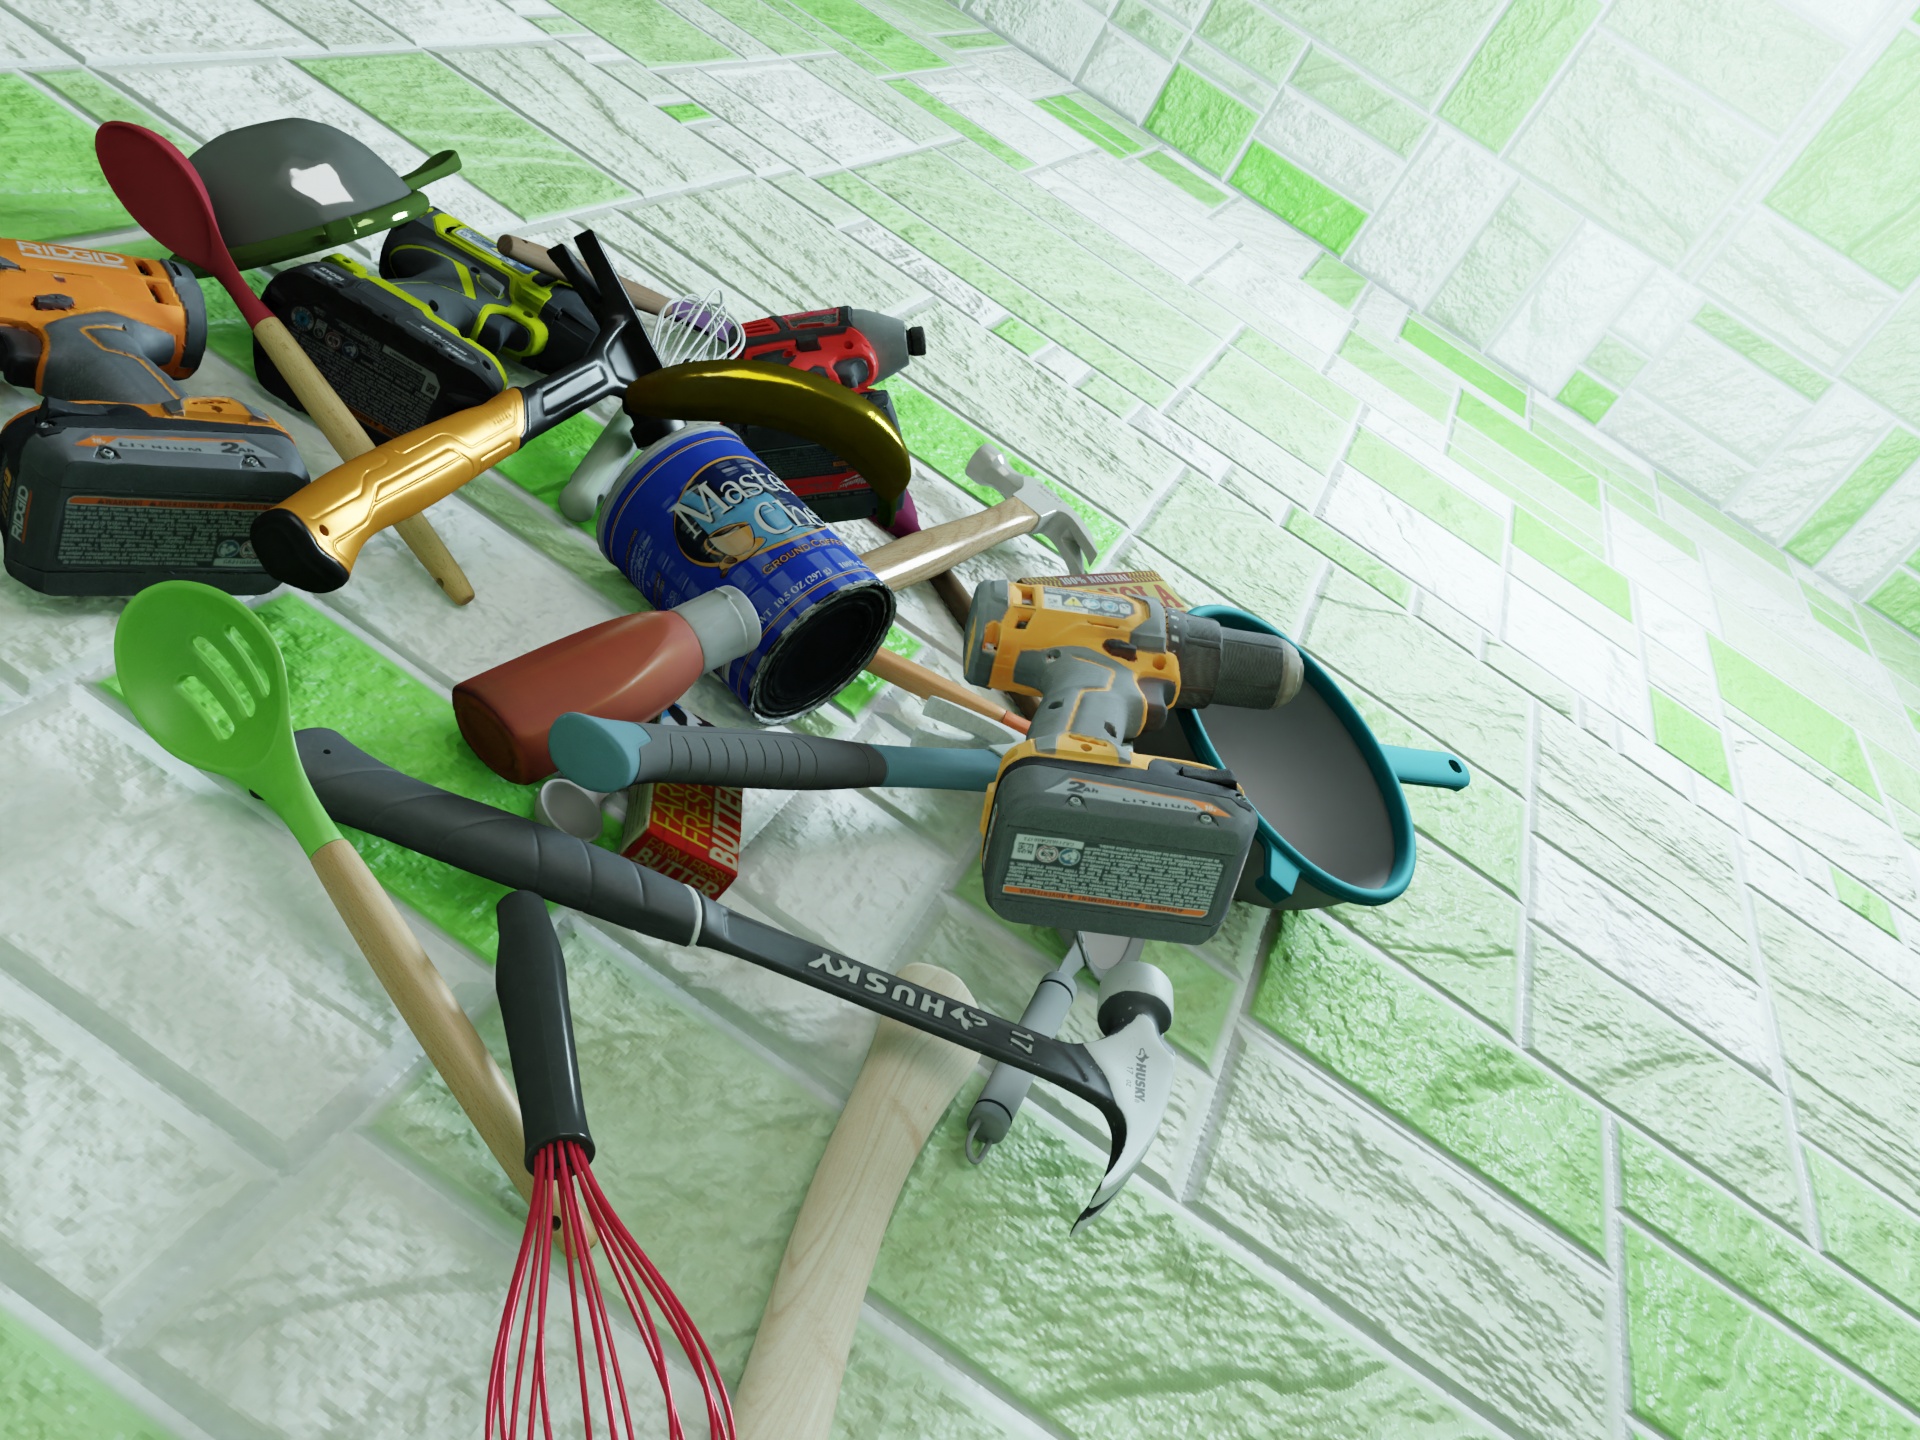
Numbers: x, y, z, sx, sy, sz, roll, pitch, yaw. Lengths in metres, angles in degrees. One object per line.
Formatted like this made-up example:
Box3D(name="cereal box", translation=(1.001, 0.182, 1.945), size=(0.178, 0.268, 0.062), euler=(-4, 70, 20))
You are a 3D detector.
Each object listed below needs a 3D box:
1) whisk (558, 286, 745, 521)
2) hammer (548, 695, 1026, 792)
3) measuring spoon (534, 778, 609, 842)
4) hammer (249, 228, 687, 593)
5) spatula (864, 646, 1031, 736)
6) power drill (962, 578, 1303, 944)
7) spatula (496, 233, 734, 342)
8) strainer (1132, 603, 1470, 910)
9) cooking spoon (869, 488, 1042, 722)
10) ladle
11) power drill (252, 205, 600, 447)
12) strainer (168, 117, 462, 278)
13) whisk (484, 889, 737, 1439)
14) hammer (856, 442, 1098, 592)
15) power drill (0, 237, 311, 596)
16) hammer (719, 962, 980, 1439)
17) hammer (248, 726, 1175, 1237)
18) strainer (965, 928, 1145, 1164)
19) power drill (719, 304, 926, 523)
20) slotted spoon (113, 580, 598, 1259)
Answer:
Box3D(name="whisk", translation=(-0.195, -0.202, 1.005), size=(0.059, 0.057, 0.246), euler=(27, 45, -8))
Box3D(name="hammer", translation=(-0.055, 0.022, 0.802), size=(0.330, 0.033, 0.128), euler=(5, 23, -47))
Box3D(name="measuring spoon", translation=(-0.174, 0.028, 0.767), size=(0.034, 0.018, 0.124), euler=(46, 23, -9))
Box3D(name="hammer", translation=(-0.243, -0.153, 0.805), size=(0.127, 0.034, 0.337), euler=(66, 26, -19))
Box3D(name="spatula", translation=(-0.002, -0.003, 0.959), size=(0.322, 0.041, 0.081), euler=(26, 29, -3))
Box3D(name="power drill", translation=(0.094, 0.009, 0.802), size=(0.185, 0.084, 0.226), euler=(8, 34, -5))
Box3D(name="spatula", translation=(-0.220, -0.293, 1.100), size=(0.060, 0.018, 0.316), euler=(40, 15, 14))
Box3D(name="strainer", translation=(0.219, 0.044, 1.026), size=(0.340, 0.095, 0.211), euler=(6, 52, -48))
Box3D(name="cooking spoon", translation=(-0.013, -0.099, 1.085), size=(0.068, 0.017, 0.319), euler=(4, 40, -40))
Box3D(name="ladle", translation=(-0.349, -0.187, 0.831), size=(0.031, 0.069, 0.315), euler=(-34, 84, -38))
Box3D(name="power drill", translation=(-0.301, -0.232, 0.958), size=(0.171, 0.080, 0.223), euler=(30, 28, -5))
Box3D(name="strainer", translation=(-0.377, -0.333, 0.956), size=(0.151, 0.069, 0.256), euler=(-5, 29, 18))
Box3D(name="whisk", translation=(-0.128, 0.157, 0.518), size=(0.073, 0.073, 0.296), euler=(13, 30, -30))
Box3D(name="hammer", translation=(-0.006, -0.117, 1.068), size=(0.130, 0.031, 0.331), euler=(39, 31, 12))
Box3D(name="power drill", translation=(-0.415, -0.151, 0.737), size=(0.164, 0.084, 0.227), euler=(-4, 42, -45))
Box3D(name="hammer", translation=(-0.064, 0.218, 0.573), size=(0.146, 0.038, 0.411), euler=(29, 30, -4))
Box3D(name="hammer", translation=(-0.099, 0.094, 0.674), size=(0.409, 0.036, 0.149), euler=(22, 31, -4))
Box3D(name="strainer", translation=(0.049, 0.130, 0.797), size=(0.258, 0.050, 0.086), euler=(-52, 129, -54))
Box3D(name="power drill", translation=(-0.091, -0.219, 1.083), size=(0.143, 0.078, 0.220), euler=(-7, 36, 1))
Box3D(name="slotted spoon", translation=(-0.229, 0.071, 0.608), size=(0.314, 0.070, 0.031), euler=(51, 13, 14))
